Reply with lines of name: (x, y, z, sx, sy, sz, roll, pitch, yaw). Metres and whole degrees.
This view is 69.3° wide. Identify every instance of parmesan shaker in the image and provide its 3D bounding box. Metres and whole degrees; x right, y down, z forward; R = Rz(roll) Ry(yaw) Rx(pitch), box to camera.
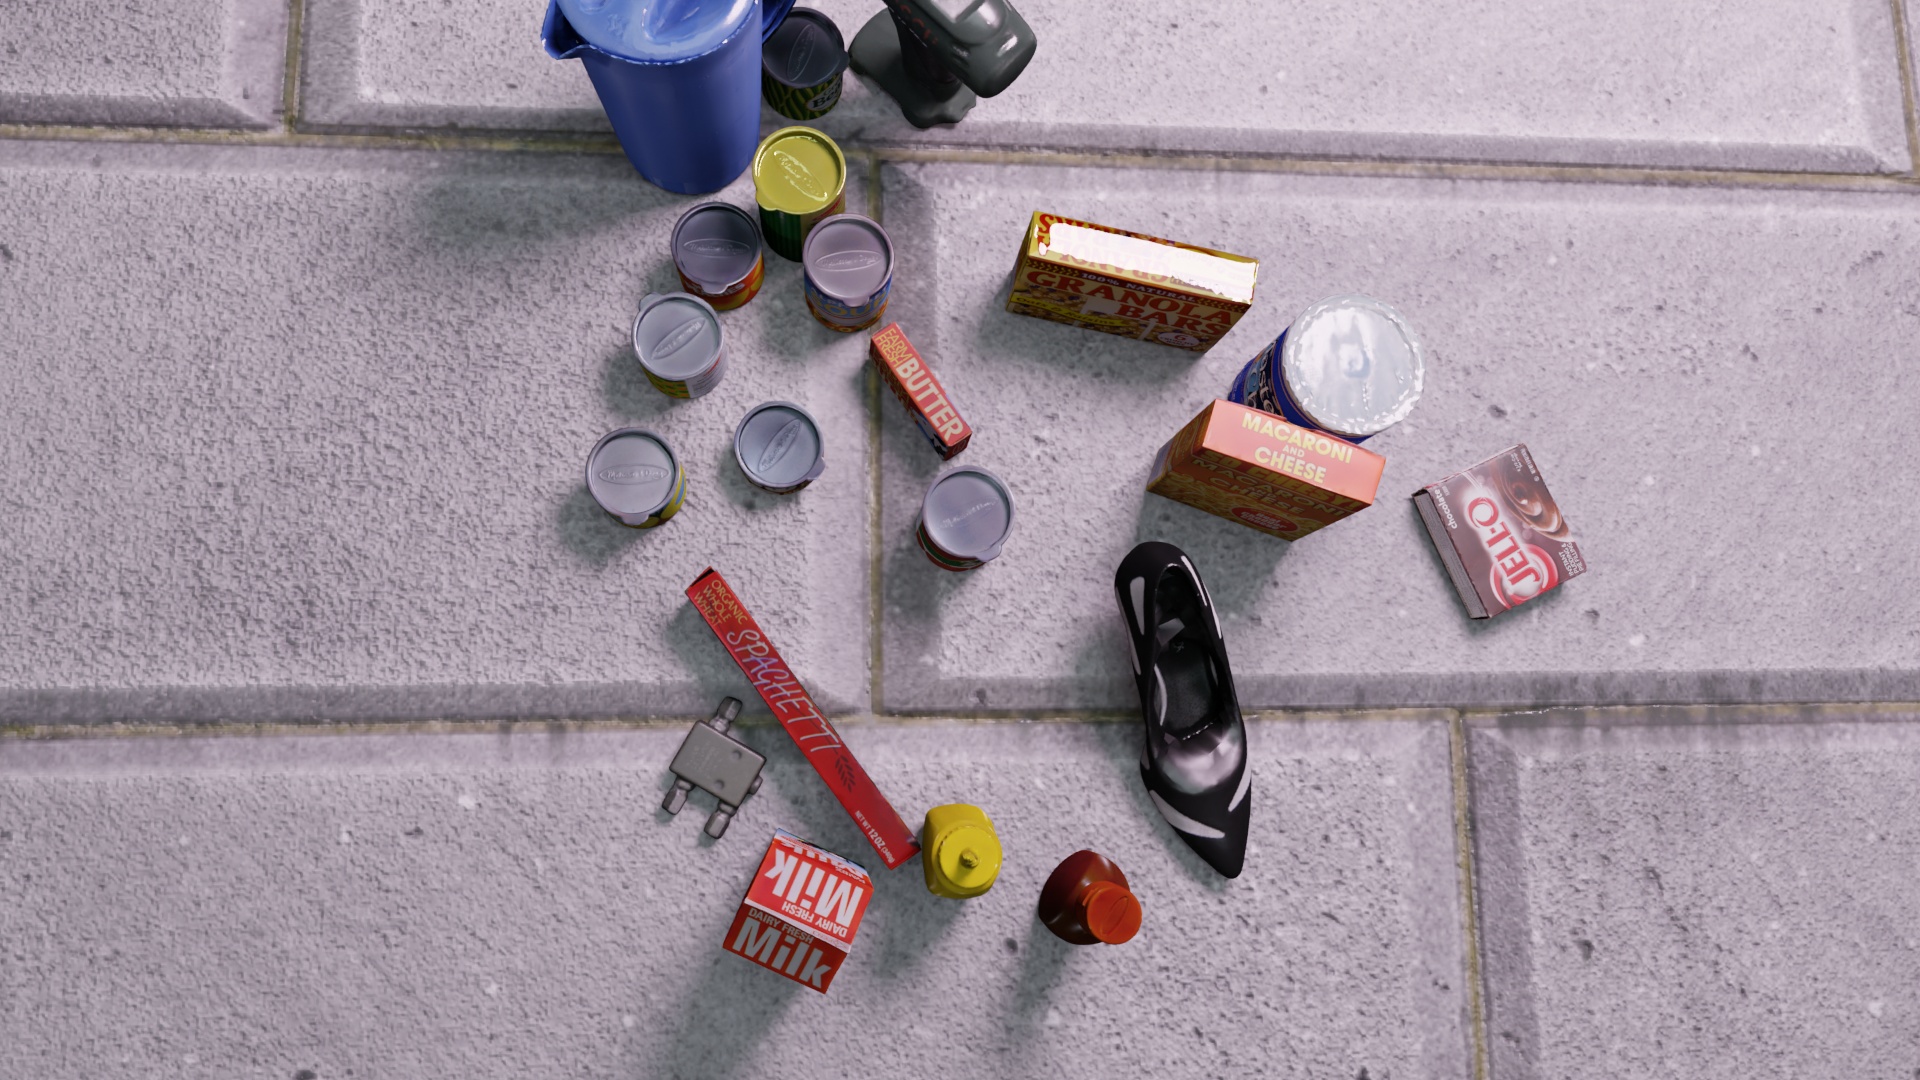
parmesan shaker: (-0.121, -0.253, 1.032, 0.071, 0.103, 0.071, 1, 81, -5)

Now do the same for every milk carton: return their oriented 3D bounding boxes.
milk carton: (-0.105, 0.240, 0.907, 0.072, 0.190, 0.073, 25, 80, -1)

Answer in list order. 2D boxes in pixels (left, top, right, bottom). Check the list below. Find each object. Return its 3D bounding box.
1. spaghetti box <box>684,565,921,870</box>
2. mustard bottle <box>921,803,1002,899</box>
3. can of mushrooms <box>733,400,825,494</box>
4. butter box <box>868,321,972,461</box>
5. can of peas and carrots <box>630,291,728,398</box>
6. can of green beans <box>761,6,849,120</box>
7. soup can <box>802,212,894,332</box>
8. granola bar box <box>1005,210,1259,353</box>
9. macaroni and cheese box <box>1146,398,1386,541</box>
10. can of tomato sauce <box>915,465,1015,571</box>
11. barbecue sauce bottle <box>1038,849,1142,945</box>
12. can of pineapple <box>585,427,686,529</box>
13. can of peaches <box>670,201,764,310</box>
spaghetti box: (-0.114, 0.127, 0.997, 0.029, 0.050, 0.250, -37, 86, -10)
mustard bottle: (0.002, 0.212, 0.938, 0.049, 0.160, 0.065, -1, 81, -6)
can of mushrooms: (-0.133, -0.067, 1.035, 0.071, 0.033, 0.071, 1, 81, -5)
butter box: (-0.031, -0.111, 1.042, 0.024, 0.053, 0.103, -34, 86, -9)
can of peas and carrots: (-0.208, -0.145, 1.028, 0.071, 0.058, 0.071, 1, 81, -5)
can of green beans: (-0.123, -0.367, 1.073, 0.071, 0.057, 0.071, 1, 81, -5)
soup can: (-0.084, -0.195, 1.035, 0.071, 0.083, 0.071, 1, 81, -5)
granola bar box: (0.123, -0.189, 1.034, 0.166, 0.124, 0.039, 11, 80, -4)
macaroni and cheese box: (0.213, -0.048, 0.998, 0.124, 0.166, 0.040, 19, 80, -2)
can of tomato sauce: (0.004, -0.013, 1.014, 0.071, 0.083, 0.071, 1, 81, -5)
barbecue sauce bottle: (0.090, 0.247, 0.947, 0.043, 0.148, 0.065, 35, 80, 1)
can of pineapple: (-0.235, -0.043, 1.009, 0.071, 0.057, 0.071, 1, 81, -5)
can of peaches: (-0.181, -0.210, 1.041, 0.071, 0.058, 0.071, 1, 81, -5)
